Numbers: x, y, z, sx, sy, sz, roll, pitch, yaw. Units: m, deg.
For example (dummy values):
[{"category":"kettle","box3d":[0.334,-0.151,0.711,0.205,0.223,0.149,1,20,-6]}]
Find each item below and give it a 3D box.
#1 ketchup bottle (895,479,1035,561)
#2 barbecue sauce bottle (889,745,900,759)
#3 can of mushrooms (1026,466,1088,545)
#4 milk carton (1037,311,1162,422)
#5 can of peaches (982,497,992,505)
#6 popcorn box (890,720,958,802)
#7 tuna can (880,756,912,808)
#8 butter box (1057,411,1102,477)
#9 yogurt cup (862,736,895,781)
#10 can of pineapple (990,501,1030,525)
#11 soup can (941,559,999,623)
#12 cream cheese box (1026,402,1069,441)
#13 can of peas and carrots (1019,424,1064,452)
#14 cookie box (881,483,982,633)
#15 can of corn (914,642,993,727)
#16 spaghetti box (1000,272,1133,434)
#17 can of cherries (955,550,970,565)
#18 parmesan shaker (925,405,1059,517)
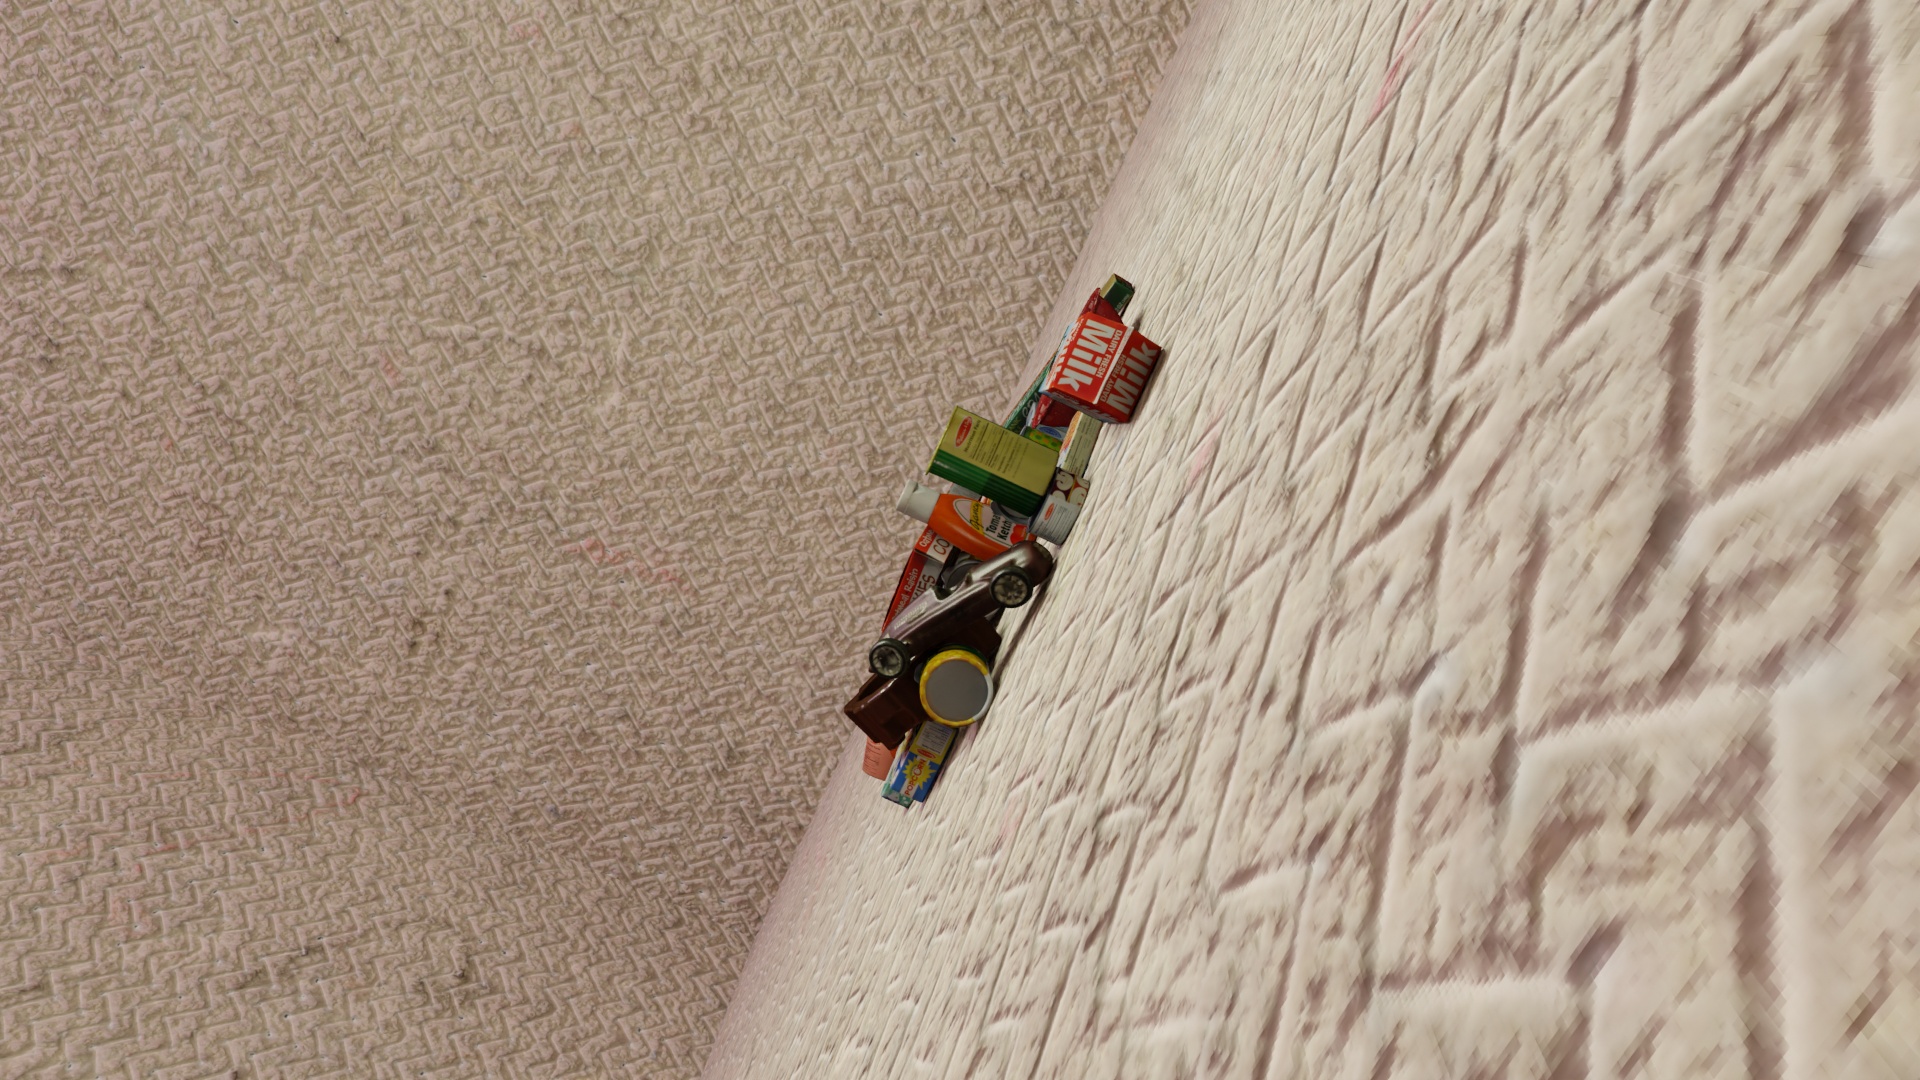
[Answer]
[{"category":"ketchup bottle","box3d":[0.005,-0.019,1.476,0.065,0.149,0.043,-68,3,-47]},{"category":"barbecue sauce bottle","box3d":[-0.043,0.202,1.567,0.147,0.044,0.065,117,174,-49]},{"category":"can of mushrooms","box3d":[0.088,-0.032,1.252,0.071,0.033,0.071,-149,82,-87]},{"category":"milk carton","box3d":[0.122,-0.149,1.215,0.191,0.073,0.072,-105,40,-85]},{"category":"can of peaches","box3d":[0.053,-0.031,1.615,0.071,0.058,0.071,-149,83,-87]},{"category":"popcorn box","box3d":[-0.035,0.208,1.431,0.127,0.038,0.085,-88,23,-82]},{"category":"tuna can","box3d":[-0.060,0.257,1.522,0.071,0.033,0.071,-147,82,-87]},{"category":"butter box","box3d":[0.113,-0.089,1.355,0.053,0.024,0.104,121,173,-58]},{"category":"yogurt cup","box3d":[-0.086,0.259,1.679,0.072,0.072,0.054,-117,44,-86]},{"category":"can of pineapple","box3d":[0.069,-0.058,1.444,0.058,0.071,0.070,-68,4,-55]},{"category":"soup can","box3d":[0.007,0.063,1.498,0.083,0.071,0.071,114,179,-68]},{"category":"cream cheese box","box3d":[0.102,-0.129,1.577,0.104,0.053,0.024,-76,9,-74]},{"category":"can of peas and carrots","box3d":[0.082,-0.082,1.503,0.071,0.059,0.071,-149,83,-87]},{"category":"cookie box","box3d":[-0.031,0.022,1.557,0.168,0.040,0.122,-61,-6,-56]},{"category":"can of corn","box3d":[-0.006,0.129,1.249,0.058,0.071,0.071,-104,39,-84]},{"category":"spaghetti box","box3d":[0.123,-0.211,1.676,0.249,0.028,0.050,-53,10,19]},{"category":"can of cherries","box3d":[0.003,0.049,1.721,0.058,0.071,0.072,121,173,-62]},{"category":"parmesan shaker","box3d":[0.028,-0.068,1.246,0.071,0.103,0.071,-149,83,-87]}]
